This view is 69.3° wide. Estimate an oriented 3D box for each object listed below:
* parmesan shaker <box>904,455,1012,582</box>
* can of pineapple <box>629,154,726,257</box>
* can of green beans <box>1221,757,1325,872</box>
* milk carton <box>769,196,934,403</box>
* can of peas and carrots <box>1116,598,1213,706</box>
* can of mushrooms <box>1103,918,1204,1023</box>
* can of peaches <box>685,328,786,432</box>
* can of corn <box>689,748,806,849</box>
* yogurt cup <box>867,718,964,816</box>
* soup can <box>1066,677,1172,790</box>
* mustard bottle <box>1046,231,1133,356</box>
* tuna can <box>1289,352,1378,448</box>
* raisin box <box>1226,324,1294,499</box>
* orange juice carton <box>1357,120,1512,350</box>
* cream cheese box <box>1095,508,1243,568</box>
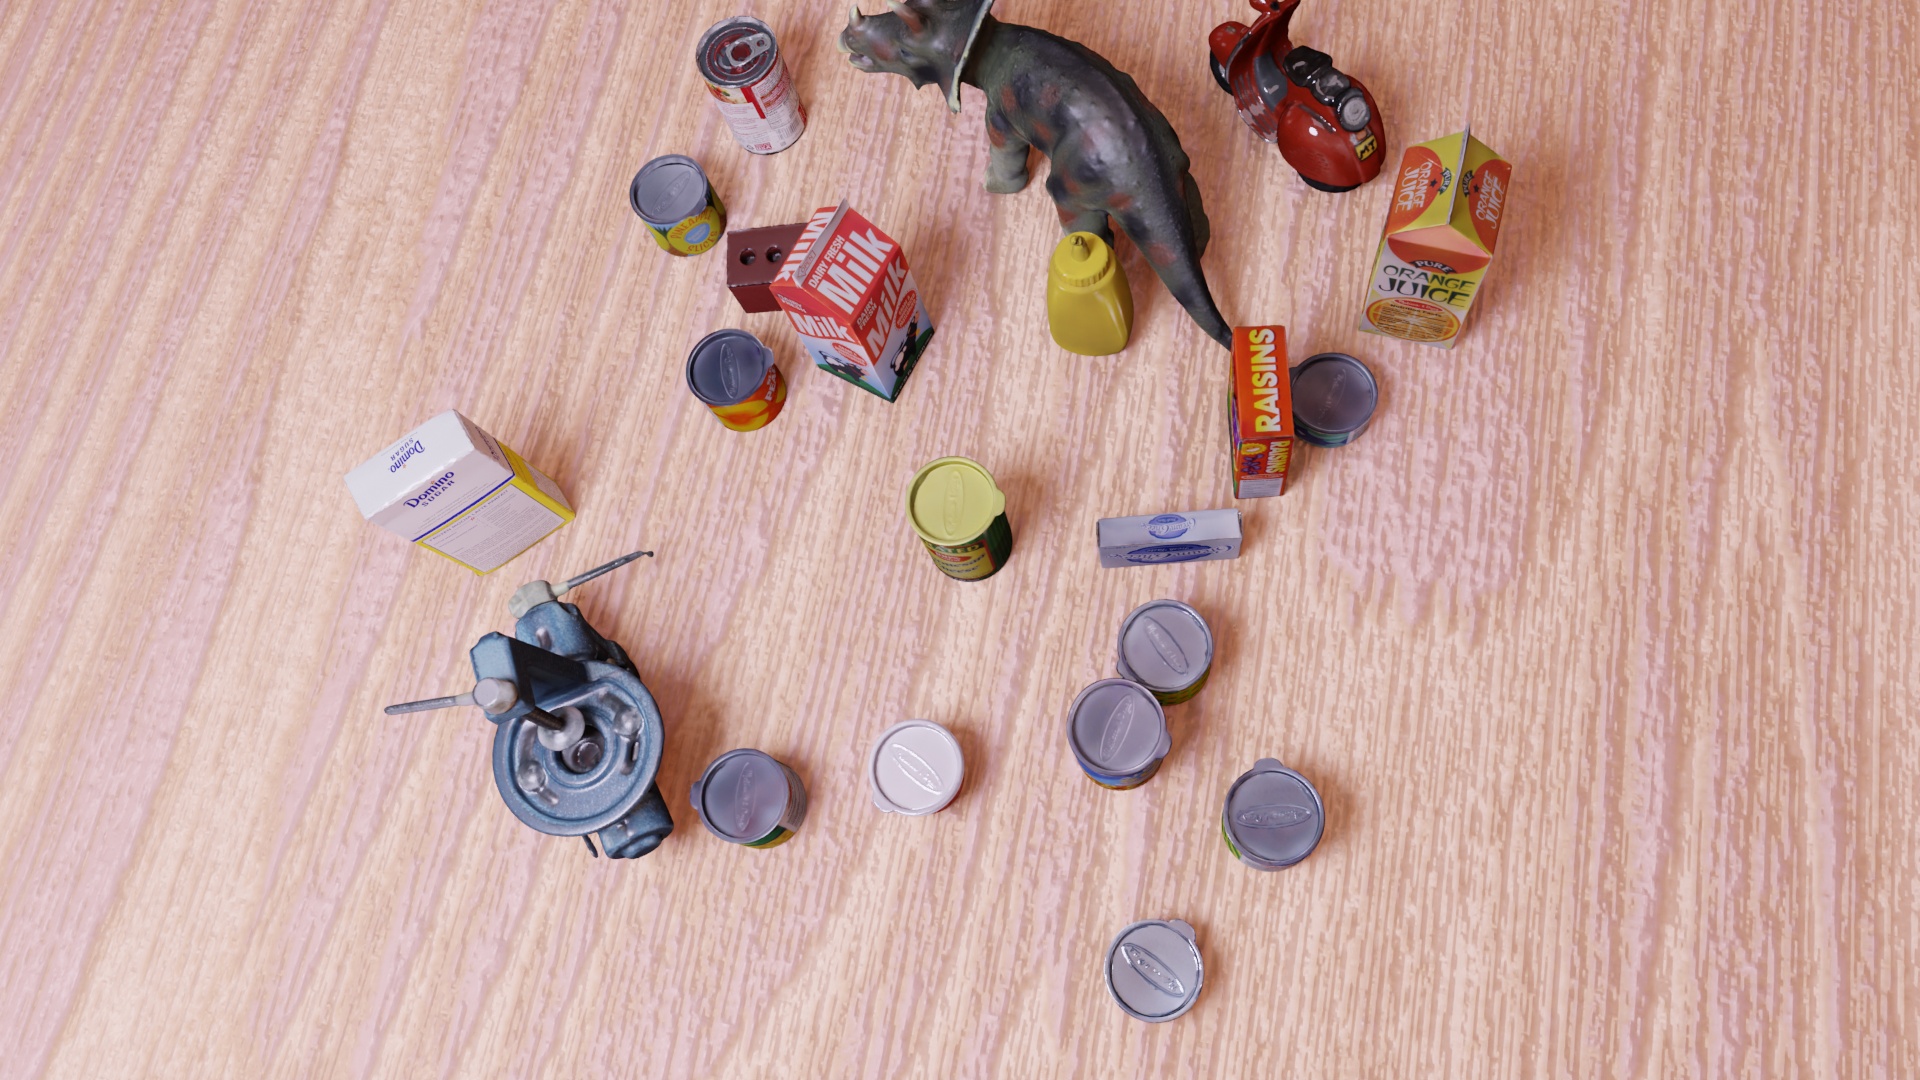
[{"bbox_3d":[0.004,-0.013,1.014,0.071,0.103,0.071,-3,72,8],"label":"parmesan shaker"},{"bbox_3d":[-0.234,-0.277,1.160,0.071,0.057,0.071,-2,72,8],"label":"can of pineapple"},{"bbox_3d":[0.211,0.189,0.941,0.071,0.057,0.071,-2,72,8],"label":"can of green beans"},{"bbox_3d":[-0.082,-0.180,1.035,0.073,0.190,0.072,26,78,16],"label":"milk carton"},{"bbox_3d":[0.143,0.082,0.986,0.071,0.058,0.071,-2,72,8],"label":"can of peas and carrots"},{"bbox_3d":[0.132,0.287,0.934,0.071,0.033,0.071,-2,72,8],"label":"can of mushrooms"},{"bbox_3d":[-0.175,-0.126,1.102,0.071,0.058,0.071,-2,72,8],"label":"can of peaches"},{"bbox_3d":[-0.151,0.186,0.996,0.071,0.058,0.071,-2,72,8],"label":"can of corn"},{"bbox_3d":[-0.028,0.164,0.987,0.072,0.054,0.072,-2,72,8],"label":"yogurt cup"},{"bbox_3d":[0.111,0.137,0.960,0.071,0.083,0.071,-3,72,8],"label":"soup can"},{"bbox_3d":[0.094,-0.188,1.027,0.065,0.160,0.049,4,73,10],"label":"mustard bottle"},{"bbox_3d":[0.274,-0.105,1.041,0.071,0.032,0.071,-2,72,8],"label":"tuna can"},{"bbox_3d":[0.213,-0.090,0.997,0.040,0.123,0.086,-2,72,8],"label":"raisin box"},{"bbox_3d":[0.335,-0.212,0.981,0.073,0.192,0.072,14,75,13],"label":"orange juice carton"},{"bbox_3d":[0.152,-0.001,1.014,0.104,0.053,0.024,-4,72,7],"label":"cream cheese box"}]
